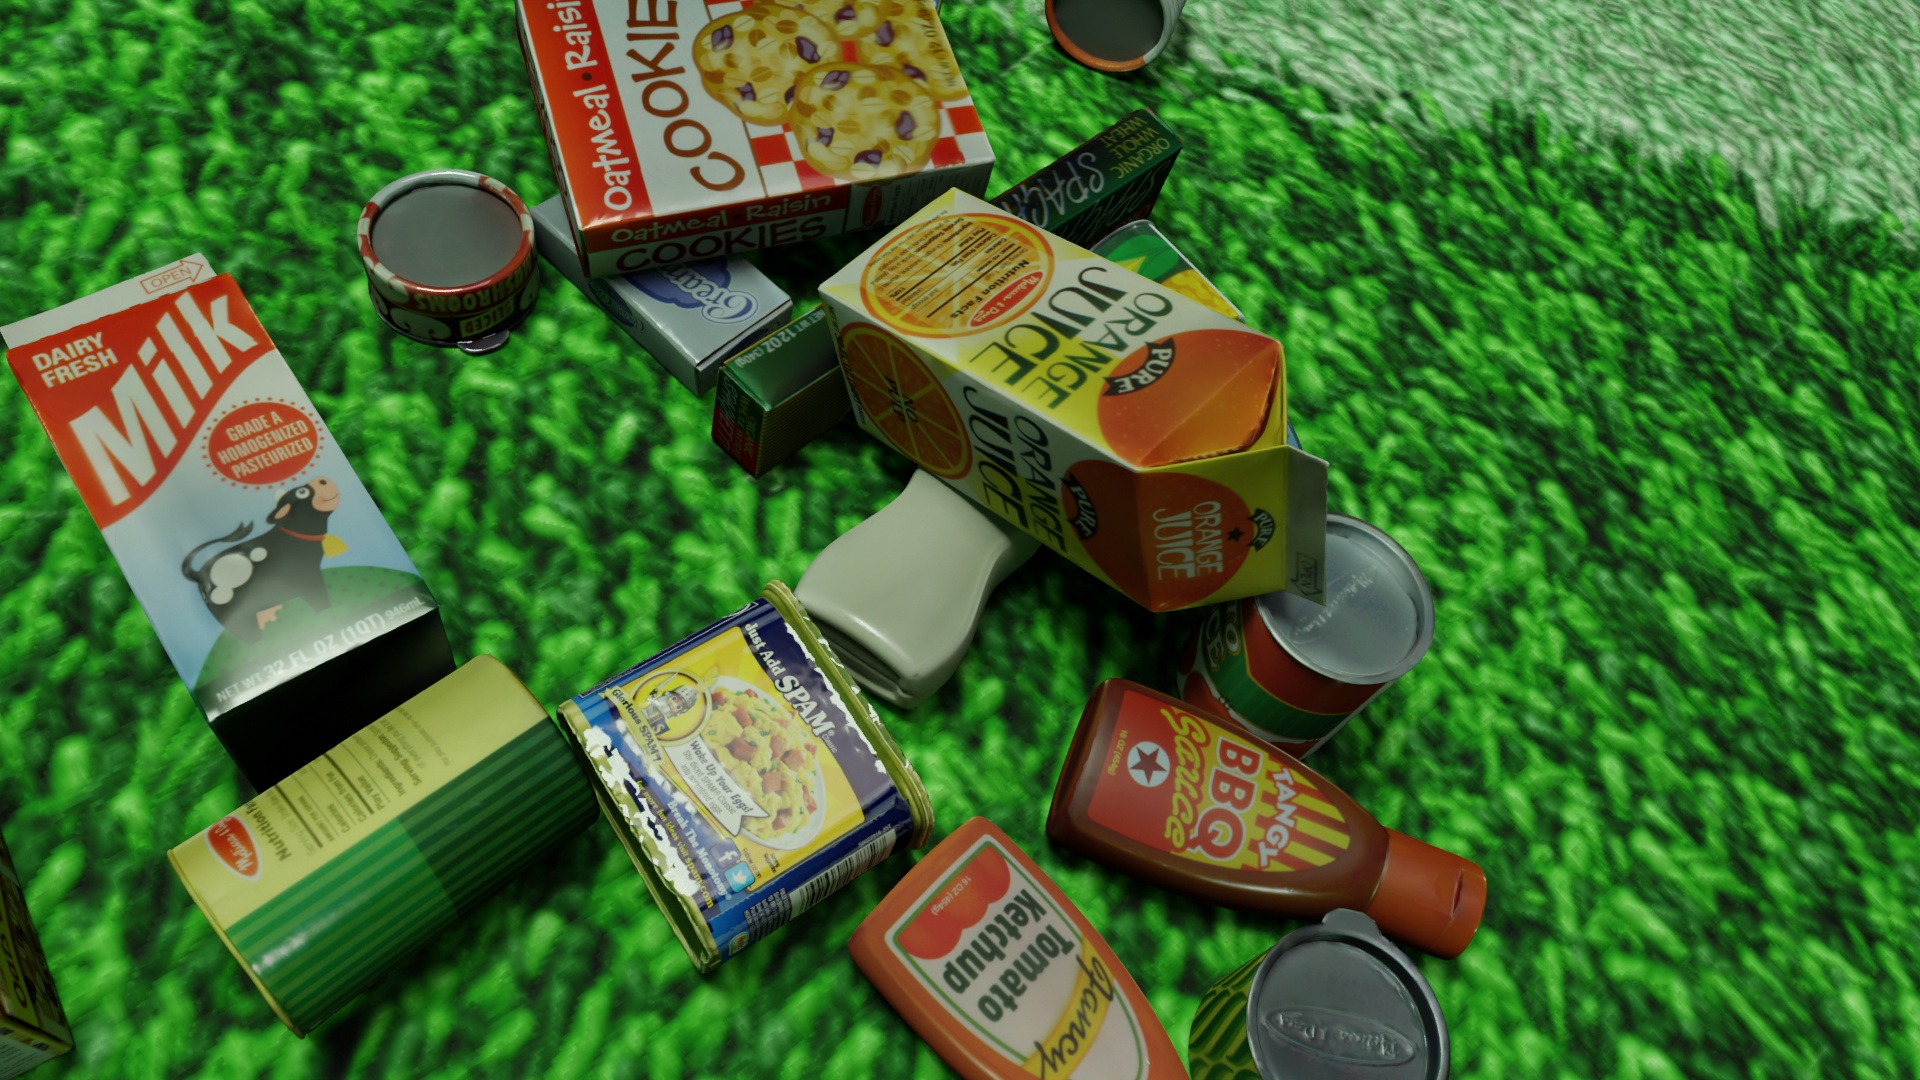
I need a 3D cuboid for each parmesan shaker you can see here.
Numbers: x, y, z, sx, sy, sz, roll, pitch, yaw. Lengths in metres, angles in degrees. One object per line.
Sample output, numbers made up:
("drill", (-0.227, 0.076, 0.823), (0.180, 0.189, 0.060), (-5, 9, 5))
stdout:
("parmesan shaker", (-0.169, 0.091, 0.420), (0.103, 0.071, 0.071), (-35, 73, -28))

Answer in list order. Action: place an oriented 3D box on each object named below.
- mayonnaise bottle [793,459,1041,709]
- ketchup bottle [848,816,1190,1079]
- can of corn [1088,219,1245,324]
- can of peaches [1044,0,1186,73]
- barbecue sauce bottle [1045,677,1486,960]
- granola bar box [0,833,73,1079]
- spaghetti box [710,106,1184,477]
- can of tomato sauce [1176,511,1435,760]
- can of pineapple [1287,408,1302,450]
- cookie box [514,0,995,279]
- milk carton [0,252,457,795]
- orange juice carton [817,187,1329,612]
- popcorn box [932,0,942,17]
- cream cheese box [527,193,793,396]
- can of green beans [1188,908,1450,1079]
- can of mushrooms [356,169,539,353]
("mayonnaise bottle", (0.002, -0.007, 0.532), (0.065, 0.041, 0.149), (33, 57, 13))
("ketchup bottle", (0.035, 0.161, 0.441), (0.149, 0.043, 0.065), (44, 62, 13))
("can of corn", (0.074, -0.088, 0.581), (0.071, 0.070, 0.058), (-33, 73, -27))
("can of peaches", (0.079, -0.278, 0.692), (0.071, 0.071, 0.058), (22, 59, 0))
("barbecue sauce bottle", (0.108, 0.103, 0.490), (0.148, 0.043, 0.065), (22, 63, 0))
("granola bar box", (-0.304, 0.062, 0.373), (0.039, 0.123, 0.166), (-25, 69, -23))
("spaghetti box", (0.002, -0.111, 0.586), (0.251, 0.050, 0.029), (-37, 76, -28))
("can of tomato sauce", (0.121, 0.037, 0.509), (0.071, 0.082, 0.071), (6, 60, -10))
("can of pineapple", (0.093, -0.026, 0.547), (0.058, 0.070, 0.071), (-27, 70, -25))
("cookie box", (-0.086, -0.181, 0.571), (0.168, 0.040, 0.123), (-14, 71, -15))
("milk carton", (-0.246, -0.018, 0.462), (0.072, 0.073, 0.191), (-30, 71, -26))
("orange juice carton", (0.045, -0.045, 0.477), (0.193, 0.071, 0.073), (33, 63, 33))
("popcorn box", (-0.059, -0.225, 0.645), (0.085, 0.038, 0.127), (13, 59, -4))
("cream cheese box", (-0.123, -0.111, 0.572), (0.104, 0.024, 0.053), (42, 61, 12))
("can of green beans", (0.114, 0.164, 0.448), (0.071, 0.057, 0.071), (6, 60, -10))
("can of mushrooms", (-0.201, -0.111, 0.550), (0.071, 0.033, 0.071), (6, 59, -10))
